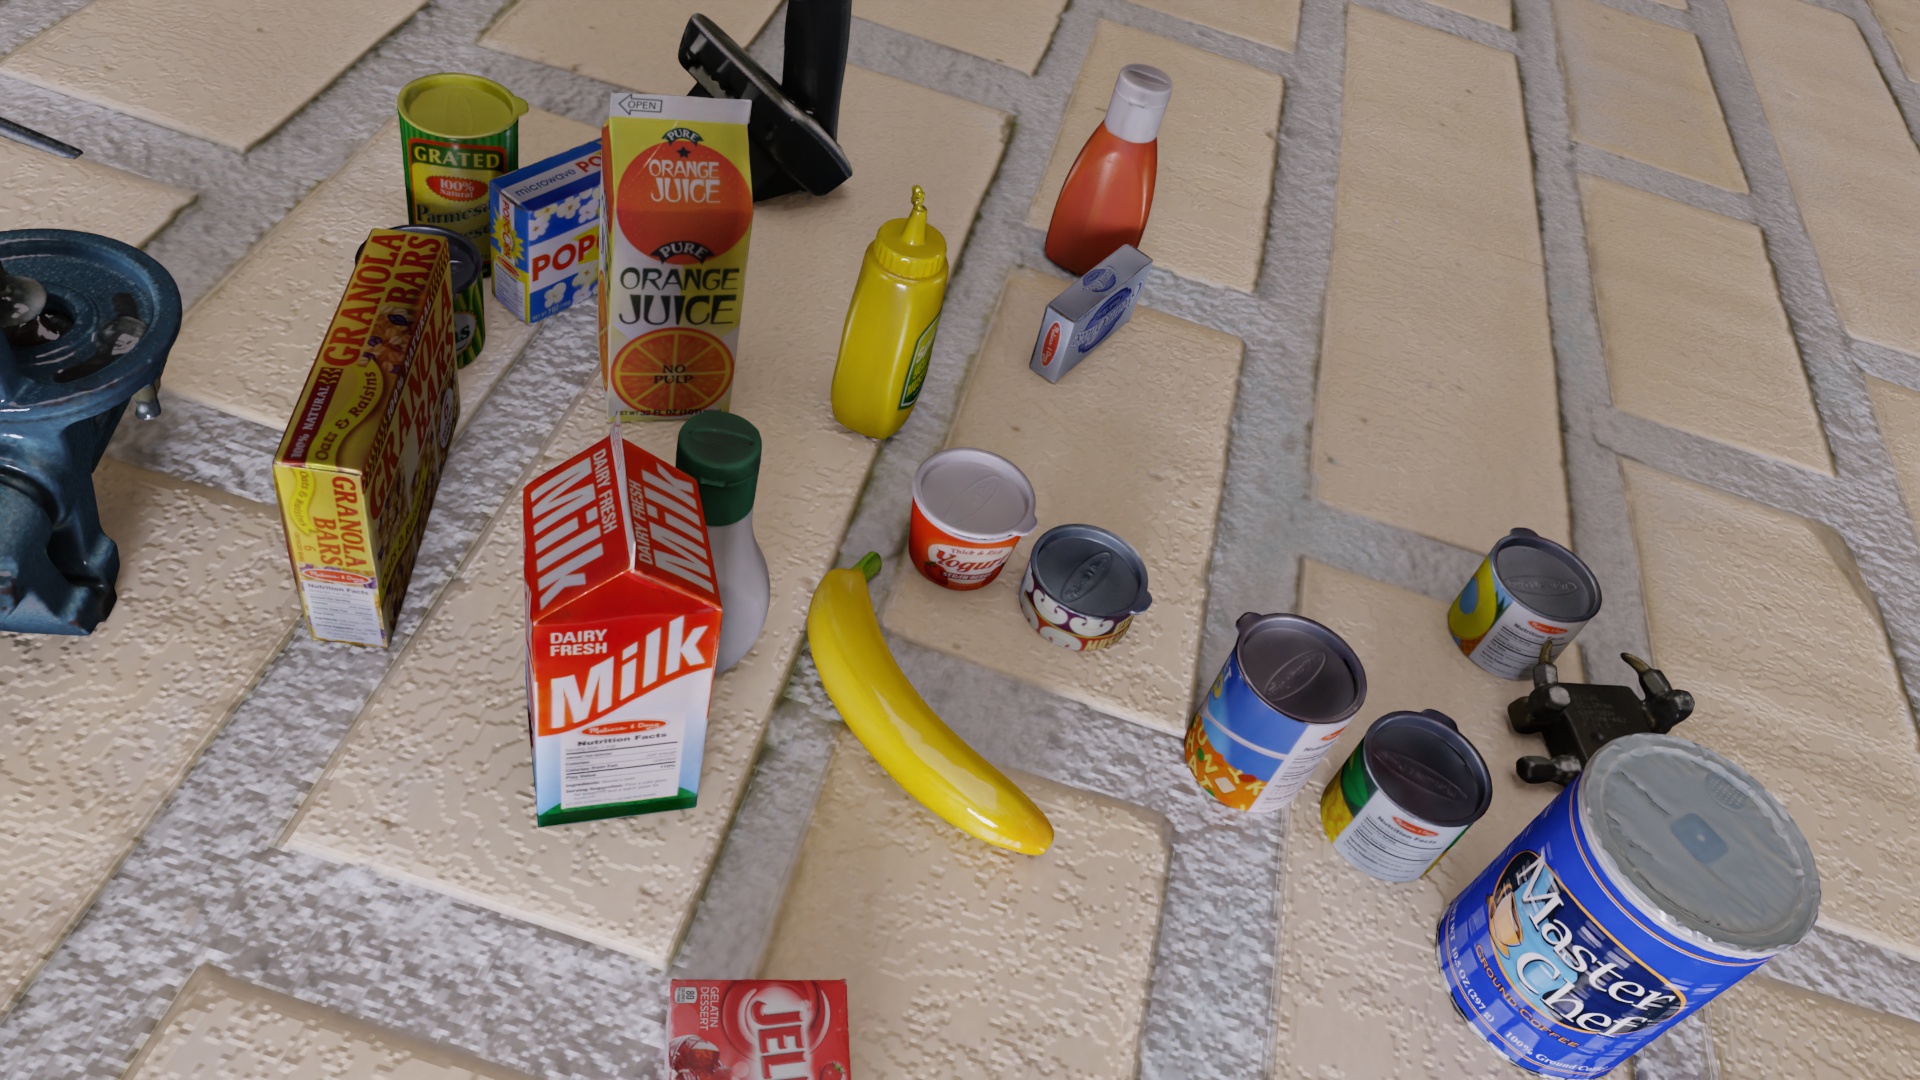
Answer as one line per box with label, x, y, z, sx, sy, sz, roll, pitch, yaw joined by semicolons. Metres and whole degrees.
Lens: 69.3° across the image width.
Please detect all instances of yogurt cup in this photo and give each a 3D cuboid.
yogurt cup;0.003;-0.010;0.763;0.072;0.053;0.073;8;47;-9

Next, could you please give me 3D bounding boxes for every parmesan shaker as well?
parmesan shaker;-0.295;-0.216;0.832;0.071;0.102;0.072;8;47;-9

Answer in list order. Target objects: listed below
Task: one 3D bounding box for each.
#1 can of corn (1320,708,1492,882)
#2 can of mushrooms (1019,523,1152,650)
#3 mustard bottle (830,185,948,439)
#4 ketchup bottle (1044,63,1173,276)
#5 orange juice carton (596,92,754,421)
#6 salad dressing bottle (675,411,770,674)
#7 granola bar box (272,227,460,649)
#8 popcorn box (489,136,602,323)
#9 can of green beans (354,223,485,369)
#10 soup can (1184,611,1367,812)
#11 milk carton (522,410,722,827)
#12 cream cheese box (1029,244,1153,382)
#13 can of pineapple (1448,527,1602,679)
can of corn;0.223;0.127;0.699;0.071;0.058;0.071;8;47;-9
can of mushrooms;0.069;0.027;0.763;0.071;0.033;0.071;8;47;-9
mustard bottle;-0.037;-0.131;0.789;0.049;0.159;0.066;23;47;6
ketchup bottle;0.105;-0.249;0.945;0.065;0.148;0.044;20;46;2
orange juice carton;-0.157;-0.158;0.757;0.072;0.191;0.073;-3;50;-19
salad dressing bottle;-0.118;0.004;0.651;0.064;0.146;0.044;10;47;-8
granola bar box;-0.281;-0.051;0.671;0.039;0.123;0.166;7;47;-10
popcorn box;-0.224;-0.196;0.846;0.038;0.084;0.127;37;49;18
can of green beans;-0.305;-0.136;0.787;0.071;0.057;0.071;8;47;-9
soup can;0.154;0.086;0.699;0.071;0.083;0.072;8;47;-9
milk carton;-0.144;0.038;0.583;0.073;0.189;0.072;-4;50;-19
cream cheese box;0.086;-0.151;0.916;0.024;0.053;0.104;34;49;15
can of pineapple;0.328;0.038;0.811;0.071;0.057;0.071;8;47;-9
